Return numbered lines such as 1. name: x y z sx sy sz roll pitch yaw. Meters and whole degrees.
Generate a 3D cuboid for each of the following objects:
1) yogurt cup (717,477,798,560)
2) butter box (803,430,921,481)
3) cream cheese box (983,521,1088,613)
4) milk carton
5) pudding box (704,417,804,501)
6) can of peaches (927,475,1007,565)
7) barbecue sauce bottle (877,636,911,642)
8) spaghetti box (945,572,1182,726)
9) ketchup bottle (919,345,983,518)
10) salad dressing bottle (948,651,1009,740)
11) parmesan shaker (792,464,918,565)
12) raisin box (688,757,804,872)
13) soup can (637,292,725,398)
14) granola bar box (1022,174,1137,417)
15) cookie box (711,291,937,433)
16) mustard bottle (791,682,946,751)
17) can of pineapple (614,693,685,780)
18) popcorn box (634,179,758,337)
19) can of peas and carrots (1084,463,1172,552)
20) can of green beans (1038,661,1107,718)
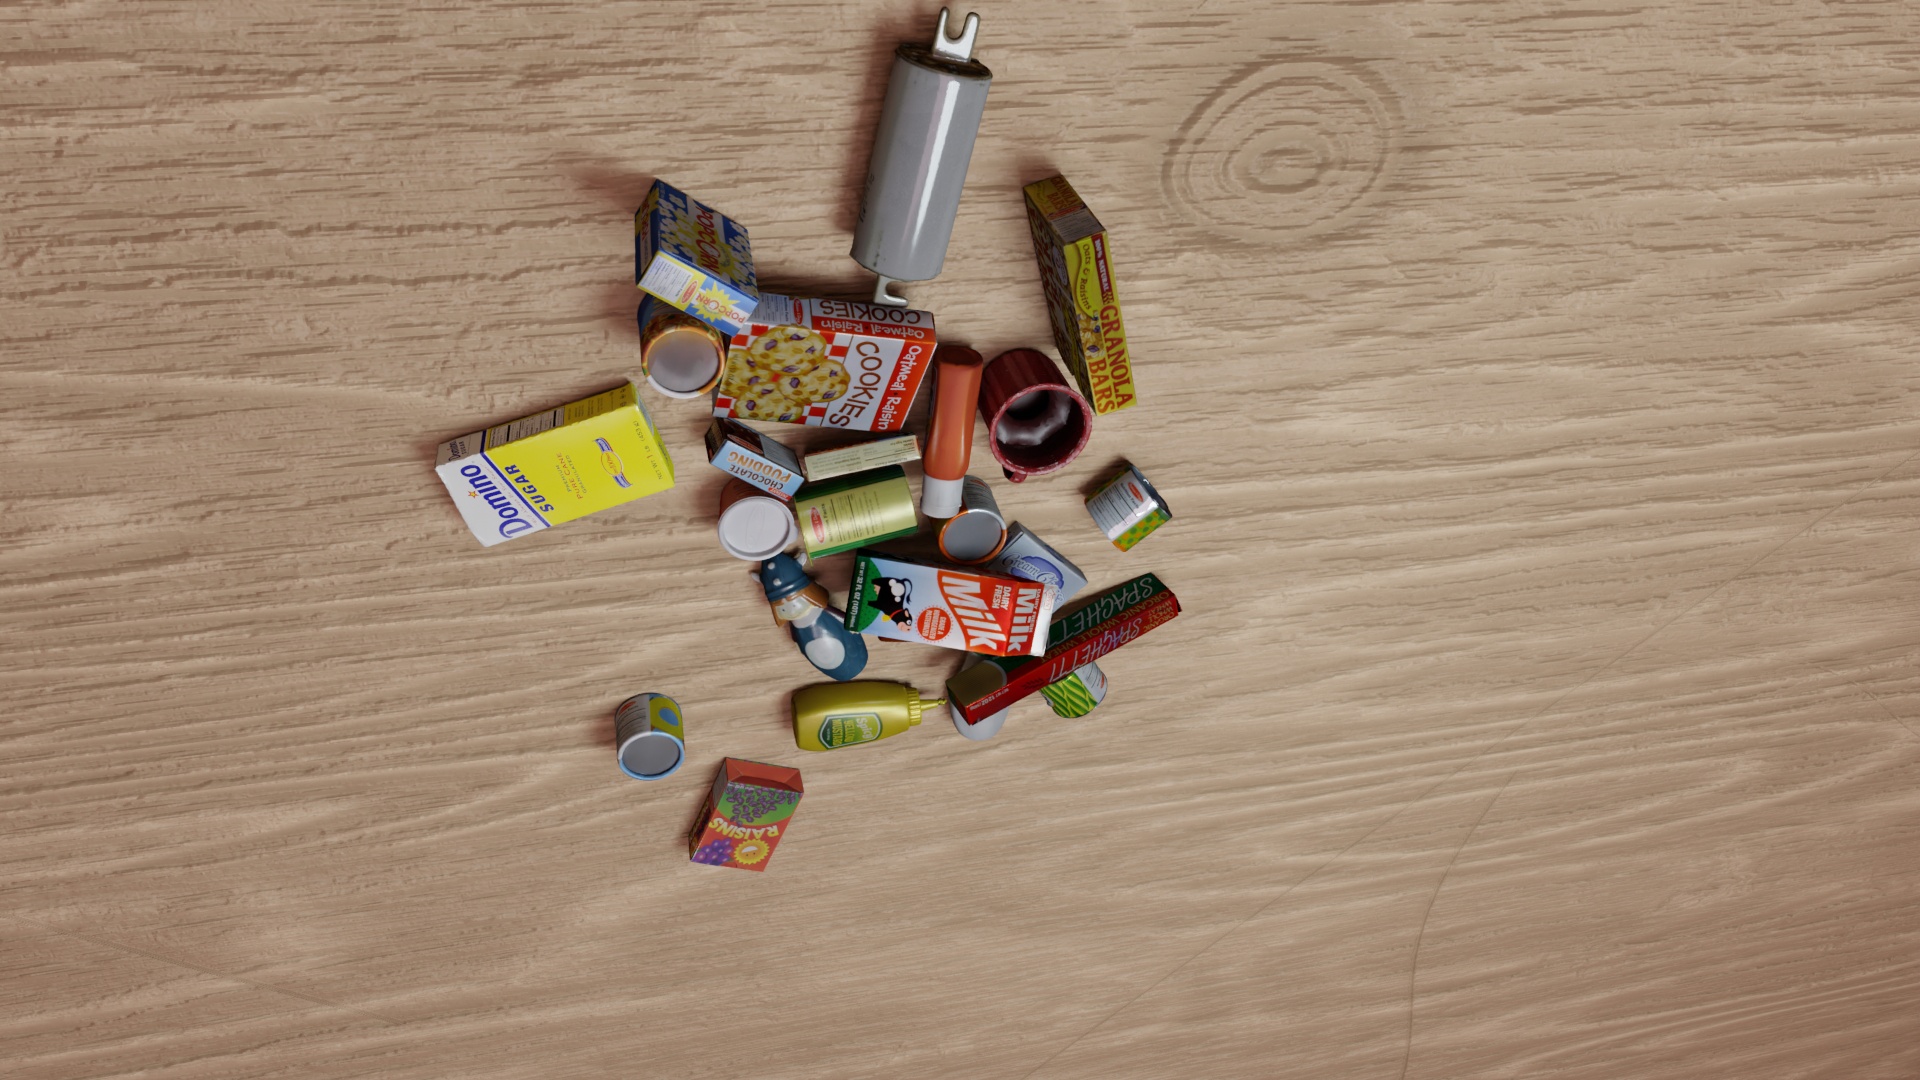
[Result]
1. yogurt cup: -0.186 -0.024 1.250 0.072 0.054 0.072 -8 126 -10
2. butter box: -0.088 -0.076 1.237 0.103 0.053 0.024 -12 98 -4
3. cream cheese box: 0.074 0.029 1.380 0.053 0.024 0.103 -43 124 15
4. milk carton: -0.009 0.060 1.295 0.191 0.073 0.072 10 94 -6
5. pudding box: -0.181 -0.073 1.220 0.083 0.050 0.030 28 112 -31
6. can of peaches: 0.005 -0.016 1.307 0.071 0.058 0.071 -8 126 -11
7. barbecue sauce bottle: -0.007 0.067 1.358 0.149 0.044 0.064 -1 118 -4
8. spaghetti box: 0.105 0.107 1.395 0.251 0.050 0.028 -27 127 -13
9. ketchup bottle: -0.010 -0.094 1.231 0.043 0.065 0.148 8 114 1
10. salad dressing bottle: 0.023 0.137 1.432 0.064 0.044 0.146 -3 123 -14
11. parmesan shaker: -0.095 -0.023 1.268 0.103 0.071 0.071 -14 127 -6
12. raisin box: -0.228 0.293 1.474 0.086 0.040 0.122 14 120 -25
13. soup can: -0.225 -0.165 1.121 0.071 0.084 0.071 -8 126 -10
14. granola bar box: 0.099 -0.204 1.158 0.039 0.125 0.164 -18 127 -2
15. cookie box: -0.116 -0.149 1.167 0.168 0.040 0.122 4 145 -18
16. mustard bottle: -0.091 0.175 1.422 0.160 0.049 0.065 -7 128 -11
17. can of pineapple: -0.305 0.195 1.370 0.071 0.058 0.070 -8 126 -11
18. popcorn box: -0.203 -0.217 1.063 0.085 0.127 0.038 25 118 -29
19. can of peas and carrots: 0.162 -0.030 1.338 0.058 0.071 0.071 -38 126 13
20. can of green beans: 0.111 0.142 1.445 0.071 0.071 0.057 -31 126 8
